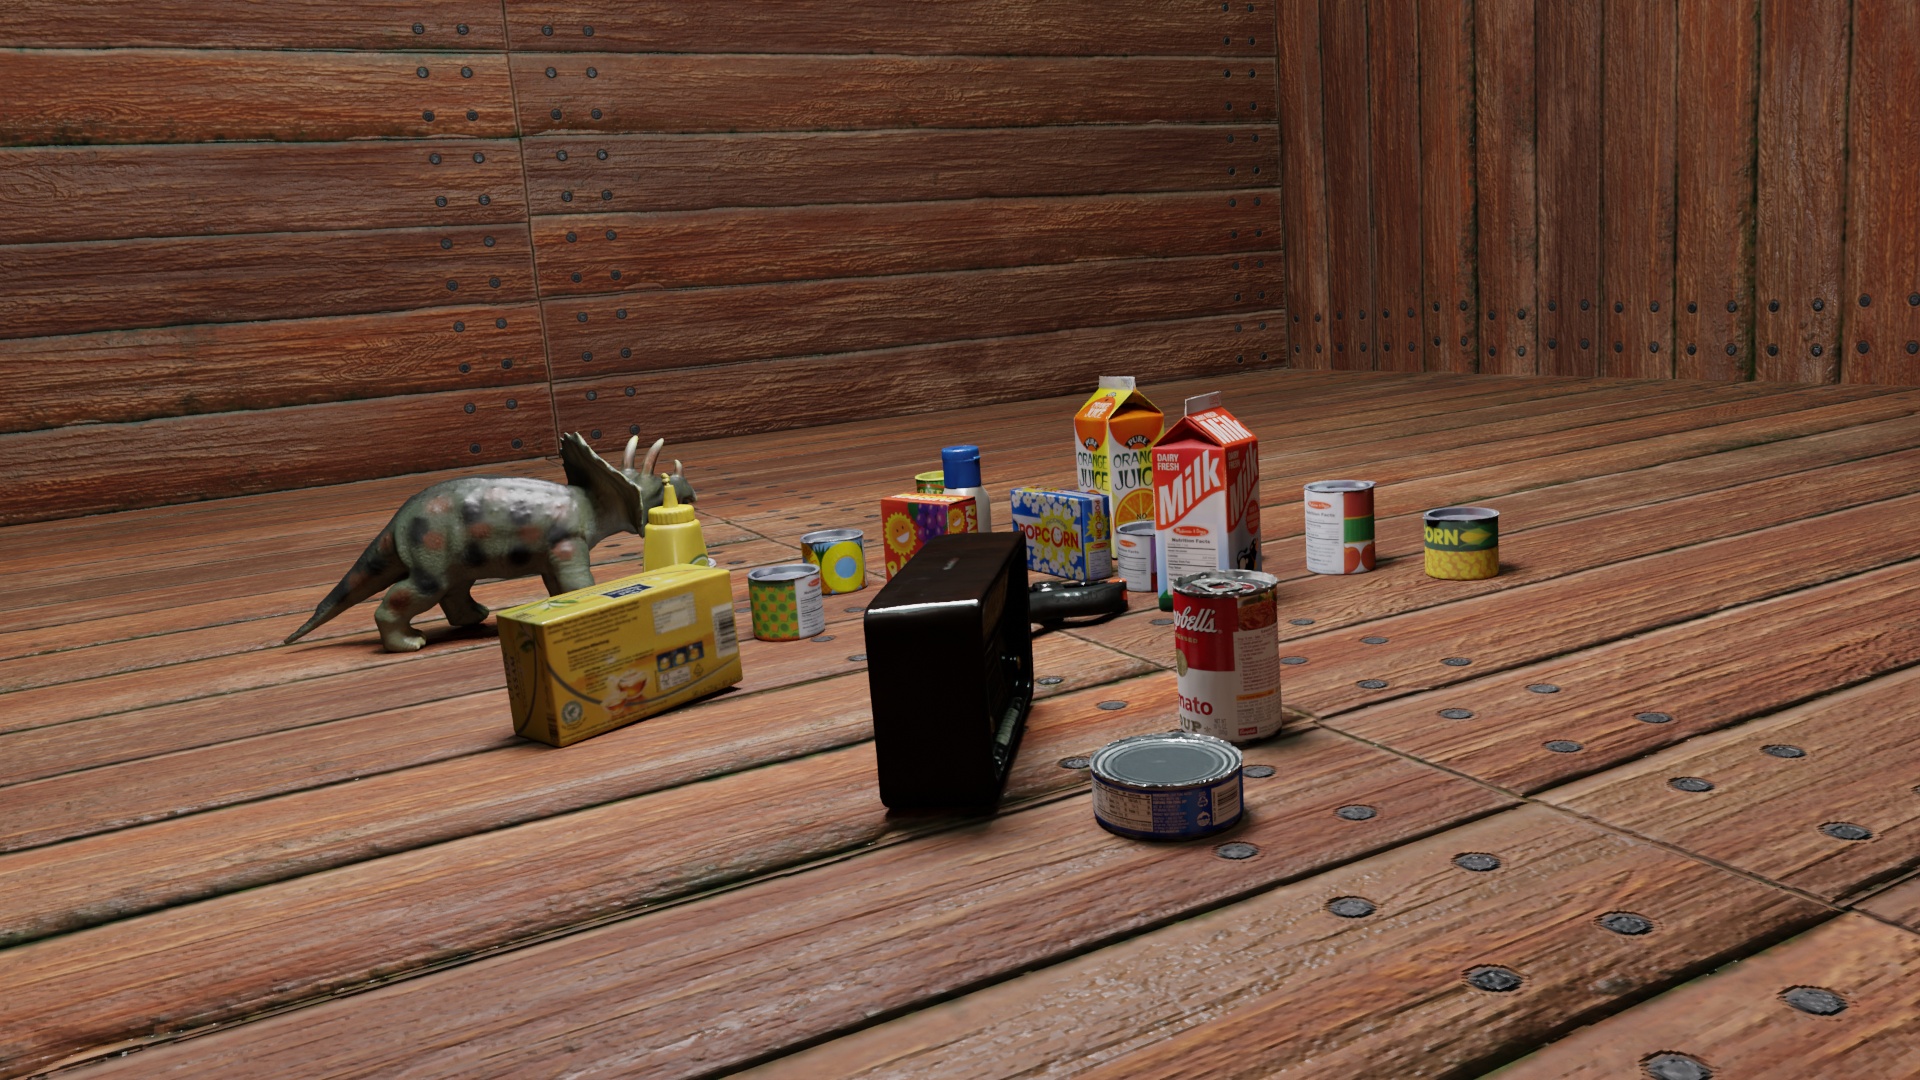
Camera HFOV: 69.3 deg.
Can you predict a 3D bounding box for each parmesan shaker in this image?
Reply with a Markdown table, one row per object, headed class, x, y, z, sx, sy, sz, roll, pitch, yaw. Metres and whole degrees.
| class | x | y | z | sx | sy | sz | roll | pitch | yaw |
| --- | --- | --- | --- | --- | --- | --- | --- | --- | --- |
| parmesan shaker | -0.010 | -0.021 | 1.497 | 0.071 | 0.103 | 0.071 | -4 | 10 | 1 |

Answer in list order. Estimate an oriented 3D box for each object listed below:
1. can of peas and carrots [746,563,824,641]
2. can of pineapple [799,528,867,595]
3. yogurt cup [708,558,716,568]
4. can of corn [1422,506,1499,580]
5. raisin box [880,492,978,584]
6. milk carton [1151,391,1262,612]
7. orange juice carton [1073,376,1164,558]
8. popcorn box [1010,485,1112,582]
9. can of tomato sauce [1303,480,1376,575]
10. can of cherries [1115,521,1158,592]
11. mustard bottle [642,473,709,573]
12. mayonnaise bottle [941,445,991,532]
| class | x | y | z | sx | sy | sz | roll | pitch | yaw |
| --- | --- | --- | --- | --- | --- | --- | --- | --- | --- |
| can of peas and carrots | -0.161 | 0.056 | 1.268 | 0.071 | 0.058 | 0.071 | -4 | 10 | 1 |
| can of pineapple | -0.133 | 0.022 | 1.442 | 0.071 | 0.057 | 0.071 | -4 | 10 | 1 |
| yogurt cup | -0.272 | 0.049 | 1.364 | 0.072 | 0.053 | 0.072 | -4 | 10 | 1 |
| can of corn | 0.466 | 0.003 | 1.297 | 0.071 | 0.058 | 0.071 | -4 | 10 | 1 |
| raisin box | -0.024 | 0.022 | 1.217 | 0.086 | 0.123 | 0.040 | 5 | 14 | 44 |
| milk carton | 0.220 | -0.035 | 1.239 | 0.073 | 0.190 | 0.072 | 3 | 12 | 35 |
| orange juice carton | 0.174 | -0.082 | 1.508 | 0.073 | 0.192 | 0.072 | -9 | 11 | -24 |
| popcorn box | 0.104 | -0.009 | 1.436 | 0.038 | 0.085 | 0.126 | -11 | 12 | -31 |
| can of tomato sauce | 0.372 | -0.014 | 1.356 | 0.071 | 0.083 | 0.071 | -4 | 10 | 1 |
| can of cherries | 0.187 | 0.015 | 1.348 | 0.071 | 0.058 | 0.071 | -4 | 10 | 1 |
| mustard bottle | -0.249 | 0.020 | 1.218 | 0.049 | 0.160 | 0.065 | -1 | 10 | 16 |
| mayonnaise bottle | 0.005 | -0.017 | 1.348 | 0.041 | 0.147 | 0.065 | 1 | 11 | 30 |
